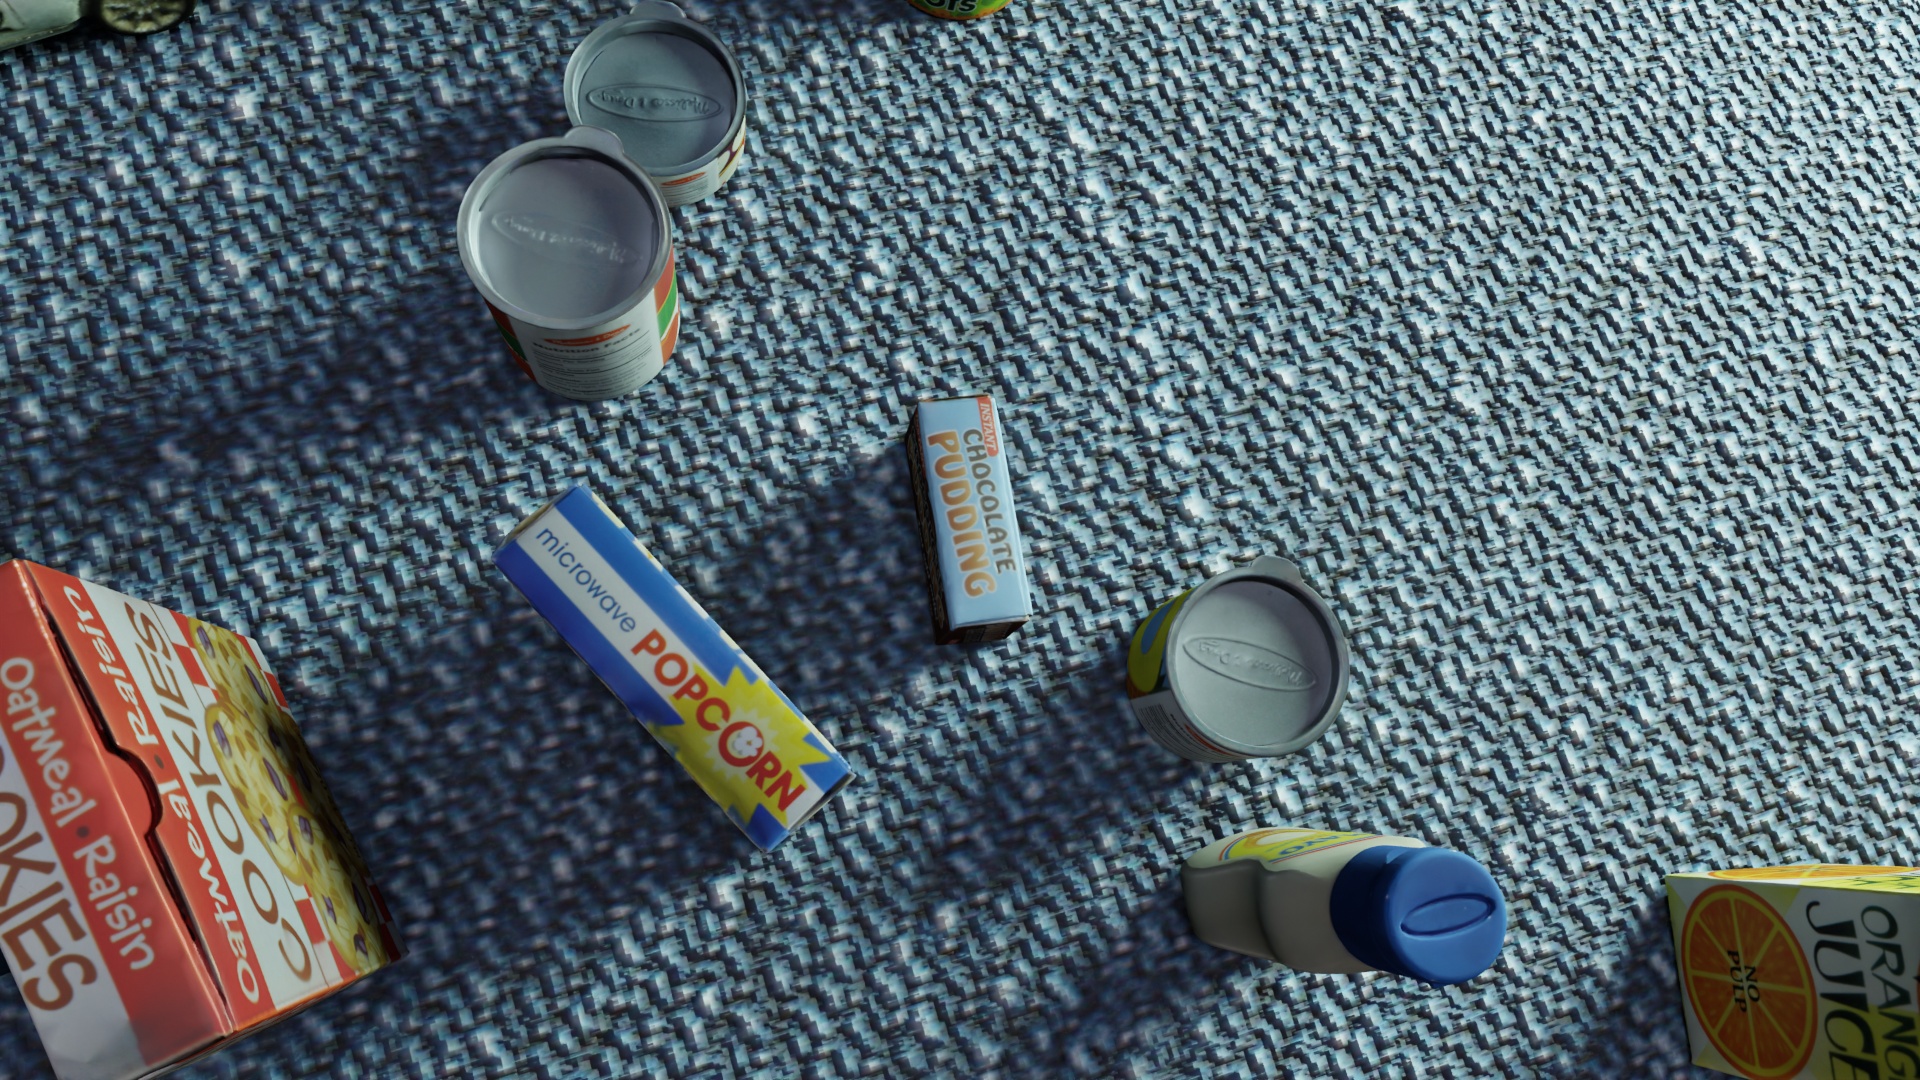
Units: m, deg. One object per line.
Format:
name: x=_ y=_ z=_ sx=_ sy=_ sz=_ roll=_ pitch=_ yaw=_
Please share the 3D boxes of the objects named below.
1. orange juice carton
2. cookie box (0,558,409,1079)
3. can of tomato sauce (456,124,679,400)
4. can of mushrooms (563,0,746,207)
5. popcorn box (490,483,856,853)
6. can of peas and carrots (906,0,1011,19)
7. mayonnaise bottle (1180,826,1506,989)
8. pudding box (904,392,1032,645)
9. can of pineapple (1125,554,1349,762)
orange juice carton: x=0.324 y=0.146 z=0.449 sx=0.072 sy=0.192 sz=0.073 roll=-2 pitch=79 yaw=-9
cookie box: x=-0.217 y=0.079 z=0.390 sx=0.040 sy=0.167 sz=0.123 roll=-27 pitch=84 yaw=-13
can of tomato sauce: x=-0.132 y=-0.093 z=0.483 sx=0.071 sy=0.083 sz=0.071 roll=2 pitch=79 yaw=-9
can of mushrooms: x=-0.114 y=-0.164 z=0.526 sx=0.071 sy=0.033 sz=0.071 roll=2 pitch=78 yaw=-9
popcorn box: x=-0.093 y=0.045 z=0.460 sx=0.038 sy=0.085 sz=0.127 roll=-43 pitch=88 yaw=-14
can of peas and carrots: x=0.000 y=-0.248 z=0.549 sx=0.071 sy=0.058 sz=0.071 roll=2 pitch=78 yaw=-9
mayonnaise bottle: x=0.121 y=0.115 z=0.446 sx=0.065 sy=0.147 sz=0.041 roll=-10 pitch=81 yaw=-11
pudding box: x=0.002 y=-0.006 z=0.503 sx=0.030 sy=0.049 sz=0.084 roll=-7 pitch=80 yaw=-10
can of pineapple: x=0.099 y=0.045 z=0.504 sx=0.071 sy=0.057 sz=0.071 roll=2 pitch=78 yaw=-9
